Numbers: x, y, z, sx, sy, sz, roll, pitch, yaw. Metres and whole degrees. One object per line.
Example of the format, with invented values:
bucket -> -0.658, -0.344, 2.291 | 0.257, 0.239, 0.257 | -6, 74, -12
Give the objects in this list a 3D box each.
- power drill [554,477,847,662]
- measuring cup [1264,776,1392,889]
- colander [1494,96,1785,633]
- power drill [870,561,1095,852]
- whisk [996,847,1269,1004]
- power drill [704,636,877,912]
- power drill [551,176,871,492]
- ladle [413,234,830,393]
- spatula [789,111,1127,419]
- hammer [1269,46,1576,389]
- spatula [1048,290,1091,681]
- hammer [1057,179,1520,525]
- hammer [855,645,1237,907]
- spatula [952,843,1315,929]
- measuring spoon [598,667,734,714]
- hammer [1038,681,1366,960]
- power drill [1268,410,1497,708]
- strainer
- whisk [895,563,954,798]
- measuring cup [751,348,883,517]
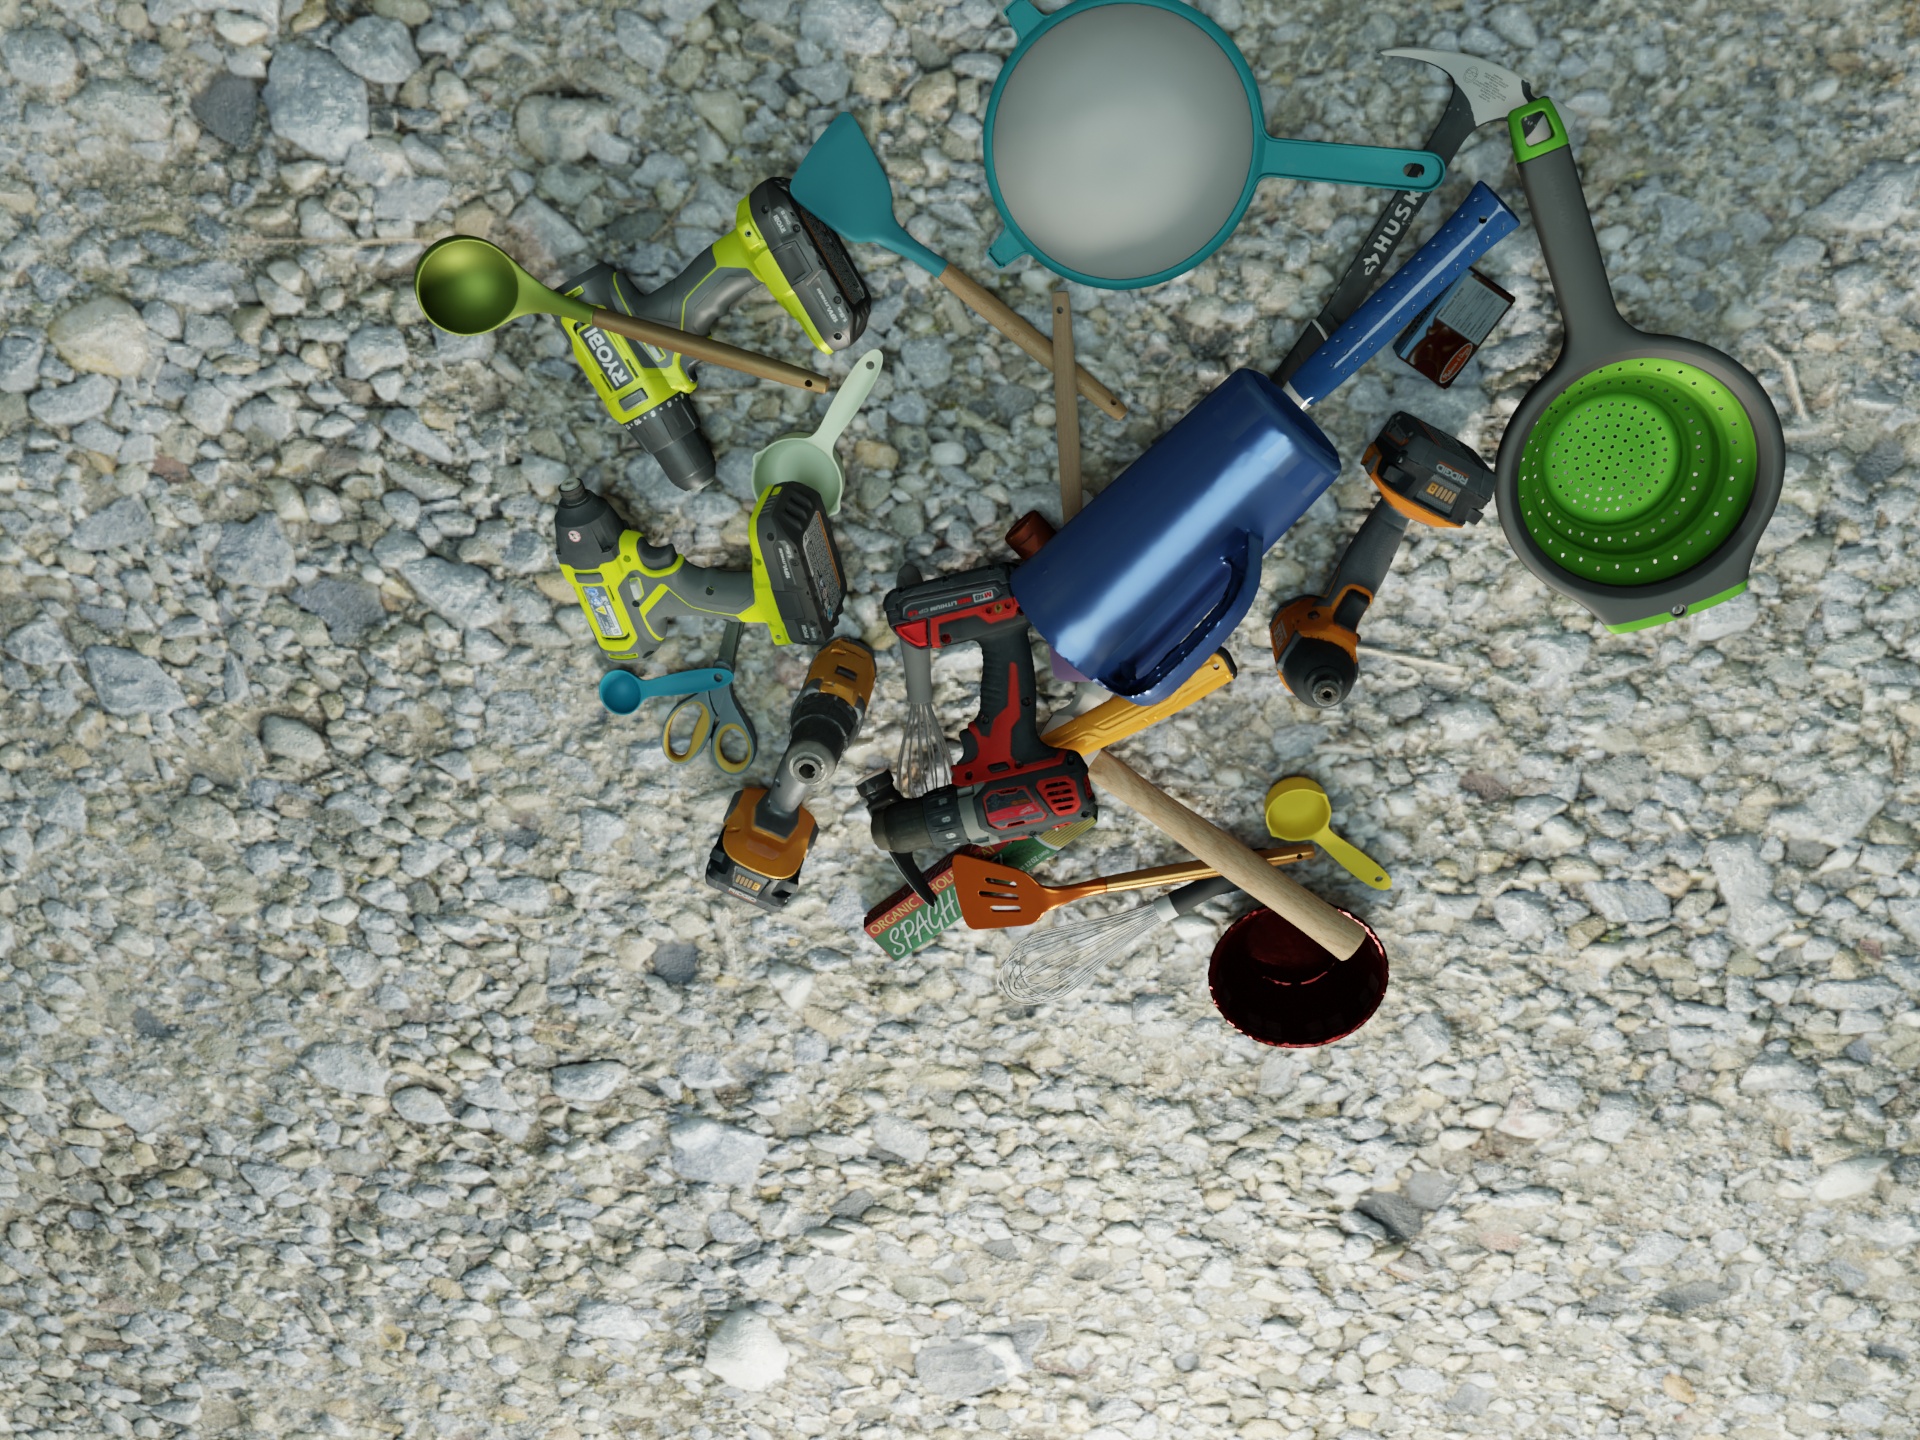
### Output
power drill -> -0.220, -0.129, 1.313 | 0.223, 0.080, 0.171 | -1, 131, 16
measuring cup -> 0.332, 0.103, 1.424 | 0.156, 0.029, 0.062 | 37, 116, -24
colander -> 0.478, -0.267, 1.199 | 0.204, 0.094, 0.397 | -19, 104, 14
power drill -> -0.002, -0.004, 1.309 | 0.188, 0.080, 0.226 | -13, 94, 10
whisk -> 0.160, 0.185, 1.460 | 0.284, 0.070, 0.070 | -28, 109, 12
power drill -> -0.144, 0.058, 1.362 | 0.084, 0.185, 0.226 | 25, 118, -7
power drill -> -0.189, -0.303, 1.258 | 0.228, 0.080, 0.190 | -24, 109, 19
ladle -> -0.256, -0.295, 1.205 | 0.320, 0.062, 0.078 | 17, 123, 1
spatula -> 0.009, -0.336, 1.237 | 0.317, 0.044, 0.082 | 35, 75, -13
hammer -> 0.286, -0.315, 1.225 | 0.149, 0.036, 0.408 | 28, 115, -6
spatula -> 0.091, -0.182, 1.276 | 0.060, 0.018, 0.315 | -1, 109, 14
hammer -> 0.256, -0.238, 1.215 | 0.144, 0.035, 0.405 | 48, 119, 2
hammer -> 0.083, 0.032, 1.352 | 0.337, 0.034, 0.127 | -28, 91, 9
spatula -> 0.154, 0.138, 1.425 | 0.322, 0.041, 0.081 | -10, 113, 5
measuring spoon -> -0.259, -0.033, 1.416 | 0.128, 0.021, 0.042 | -8, 103, 13
hammer -> 0.206, 0.103, 1.381 | 0.331, 0.031, 0.130 | 35, 99, 1
power drill -> 0.321, -0.115, 1.244 | 0.084, 0.164, 0.226 | 26, 113, -5
strainer -> 0.174, -0.404, 1.141 | 0.340, 0.095, 0.211 | 9, 115, 10
whisk -> -0.036, -0.021, 1.392 | 0.055, 0.055, 0.238 | -2, 110, 7
measuring cup -> -0.108, -0.236, 1.302 | 0.083, 0.038, 0.167 | 32, 112, -9
